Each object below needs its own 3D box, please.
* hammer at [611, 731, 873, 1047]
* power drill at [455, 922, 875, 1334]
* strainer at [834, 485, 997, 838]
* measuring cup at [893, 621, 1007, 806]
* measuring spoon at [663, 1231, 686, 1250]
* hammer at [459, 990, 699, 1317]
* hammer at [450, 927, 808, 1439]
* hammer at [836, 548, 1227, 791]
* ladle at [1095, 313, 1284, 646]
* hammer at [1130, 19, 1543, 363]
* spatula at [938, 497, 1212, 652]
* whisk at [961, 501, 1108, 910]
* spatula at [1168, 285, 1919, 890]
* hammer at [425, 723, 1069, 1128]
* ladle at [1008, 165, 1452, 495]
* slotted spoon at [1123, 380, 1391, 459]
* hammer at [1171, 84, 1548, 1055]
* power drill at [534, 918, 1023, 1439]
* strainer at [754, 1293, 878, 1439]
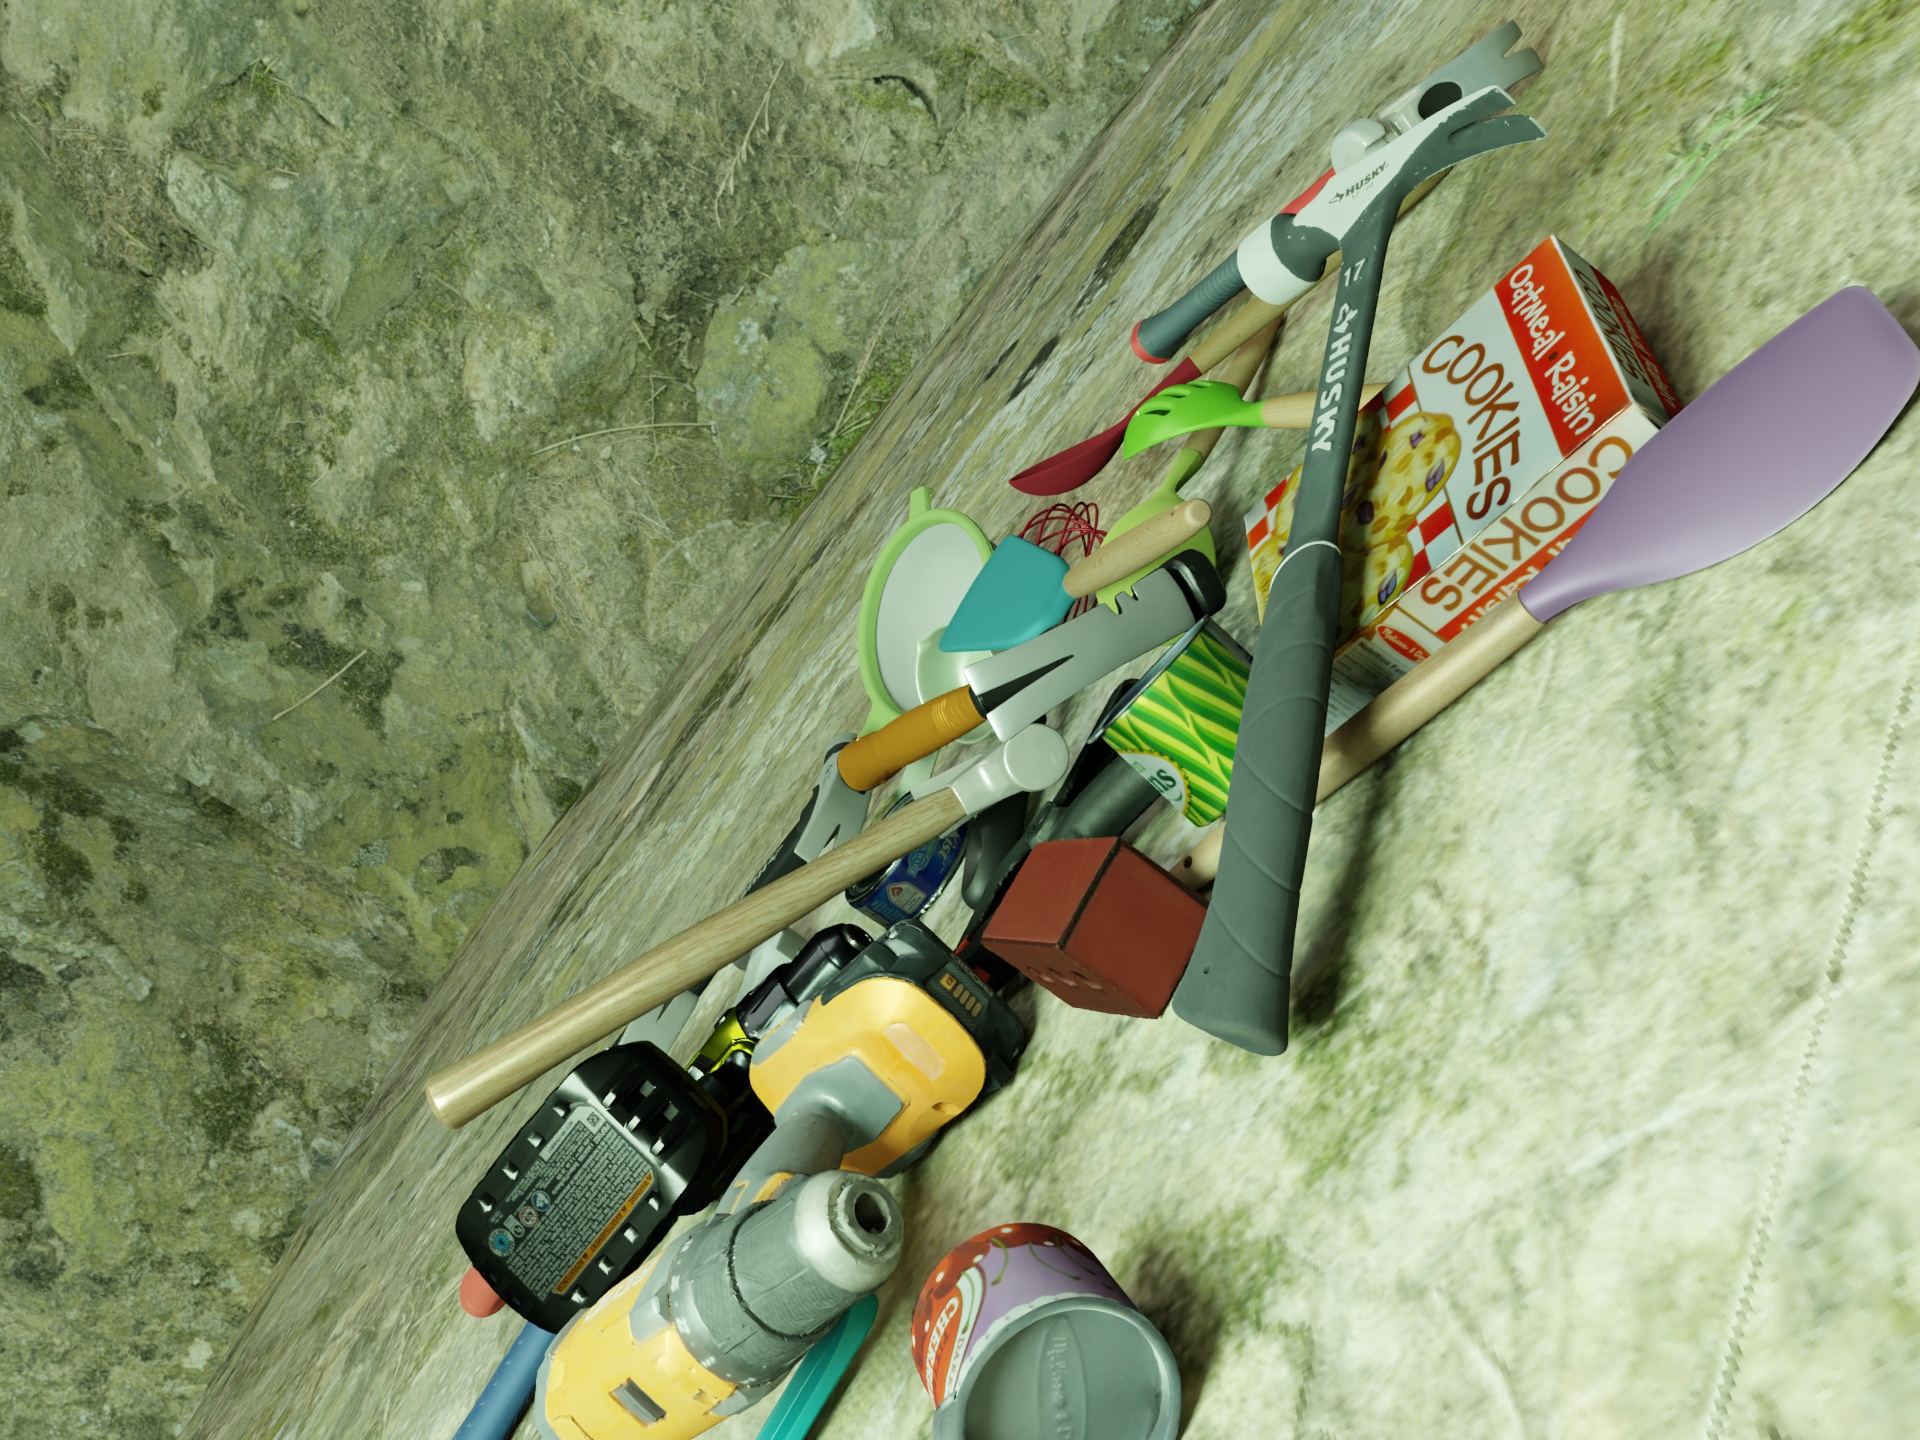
[{"bbox_3d":[-0.167,0.159,1.047,0.334,0.035,0.146,-50,14,17],"label":"hammer"},{"bbox_3d":[-0.134,0.195,0.809,0.190,0.080,0.228,-51,-10,13],"label":"power drill"},{"bbox_3d":[-0.023,-0.021,1.104,0.152,0.069,0.256,50,123,43],"label":"strainer"},{"bbox_3d":[-0.004,0.007,1.009,0.038,0.083,0.167,-17,-37,-40],"label":"measuring cup"},{"bbox_3d":[-0.120,0.284,0.810,0.128,0.021,0.042,-18,25,52],"label":"measuring spoon"},{"bbox_3d":[-0.267,0.305,1.043,0.359,0.036,0.149,-53,8,45],"label":"hammer"},{"bbox_3d":[-0.212,0.303,1.006,0.406,0.035,0.144,-59,15,-20],"label":"hammer"},{"bbox_3d":[-0.001,-0.003,0.804,0.127,0.034,0.337,-30,1,-26],"label":"hammer"},{"bbox_3d":[0.151,-0.157,0.923,0.078,0.062,0.320,-41,12,46],"label":"ladle"},{"bbox_3d":[0.215,-0.321,1.043,0.143,0.038,0.386,-38,5,-17],"label":"hammer"},{"bbox_3d":[0.055,-0.077,0.793,0.082,0.044,0.317,-58,8,-10],"label":"spatula"},{"bbox_3d":[0.041,-0.018,0.902,0.073,0.073,0.296,-38,28,47],"label":"whisk"},{"bbox_3d":[0.177,-0.022,0.544,0.316,0.018,0.060,-44,40,37],"label":"spatula"},{"bbox_3d":[-0.100,0.096,0.763,0.331,0.031,0.130,-30,-1,-8],"label":"hammer"},{"bbox_3d":[0.161,-0.231,0.954,0.315,0.031,0.069,-38,11,11],"label":"ladle"},{"bbox_3d":[0.168,-0.151,0.765,0.070,0.031,0.314,-36,21,-17],"label":"slotted spoon"},{"bbox_3d":[0.135,-0.071,0.589,0.149,0.036,0.409,-28,39,51],"label":"hammer"},{"bbox_3d":[-0.053,0.172,0.619,0.185,0.084,0.226,-44,3,36],"label":"power drill"},{"bbox_3d":[-0.156,0.350,0.601,0.340,0.095,0.211,-58,15,-9],"label":"strainer"}]
